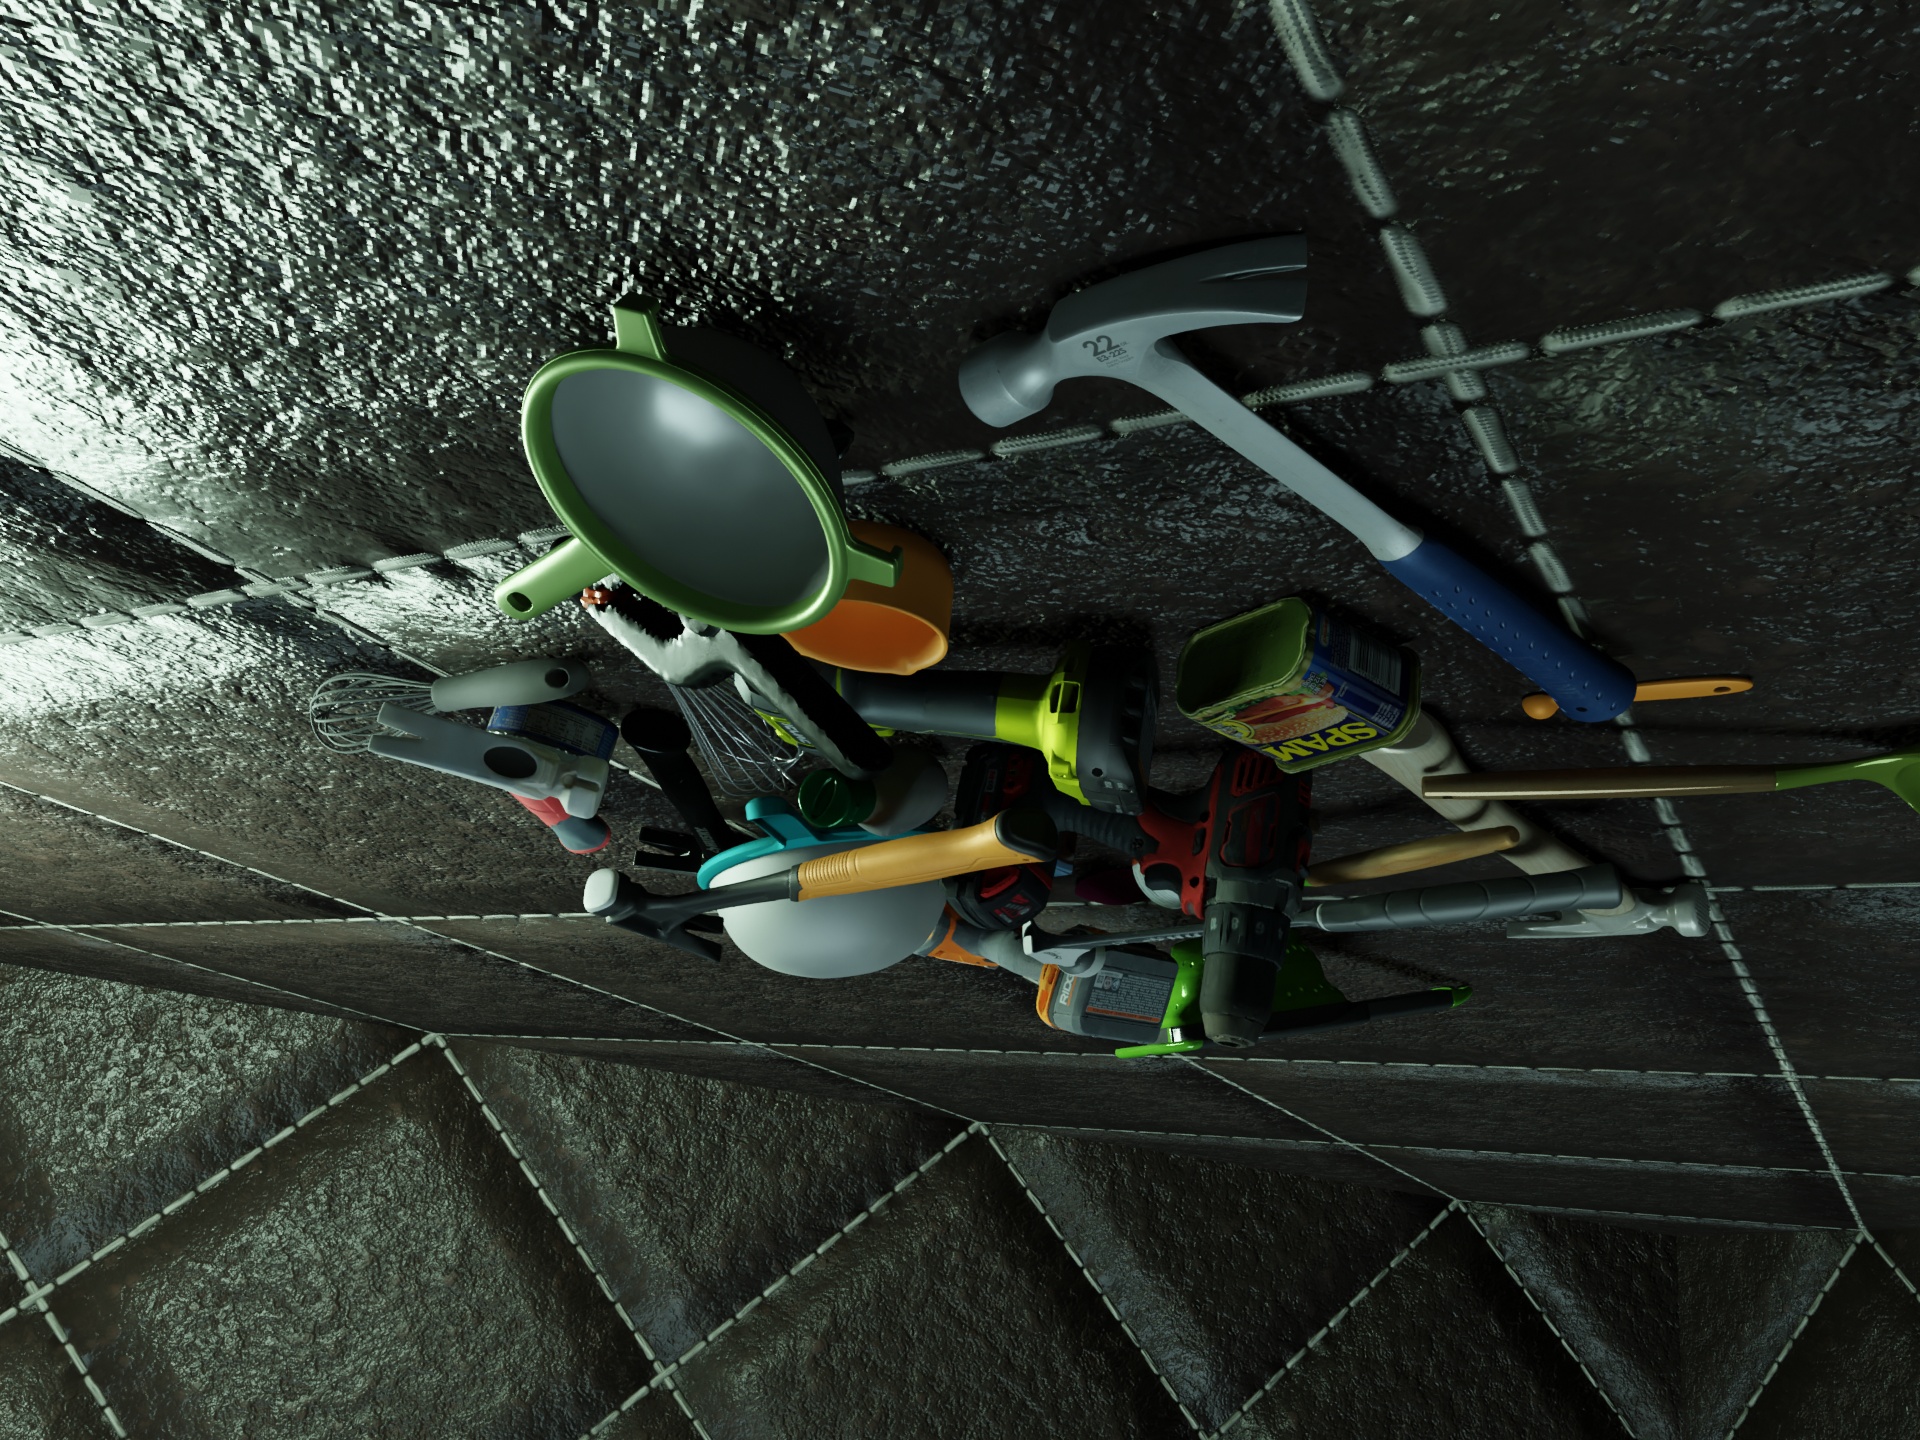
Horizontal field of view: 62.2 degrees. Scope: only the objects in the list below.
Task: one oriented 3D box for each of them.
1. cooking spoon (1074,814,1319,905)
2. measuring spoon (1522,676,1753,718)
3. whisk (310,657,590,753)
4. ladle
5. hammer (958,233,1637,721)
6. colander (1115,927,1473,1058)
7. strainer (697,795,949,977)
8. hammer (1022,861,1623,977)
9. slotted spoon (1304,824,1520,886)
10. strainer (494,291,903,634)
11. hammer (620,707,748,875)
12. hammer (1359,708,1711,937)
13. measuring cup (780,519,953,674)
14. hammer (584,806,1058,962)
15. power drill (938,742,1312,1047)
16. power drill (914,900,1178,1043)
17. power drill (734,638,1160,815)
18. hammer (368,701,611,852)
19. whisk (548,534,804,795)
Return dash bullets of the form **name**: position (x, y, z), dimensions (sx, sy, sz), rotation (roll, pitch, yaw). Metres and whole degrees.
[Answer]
- **cooking spoon**: position (0.179, 0.114, 1.239), dimensions (0.068, 0.017, 0.319), rotation (14, 159, -20)
- **measuring spoon**: position (0.363, -0.011, 0.857), dimensions (0.117, 0.011, 0.021), rotation (-6, 155, 33)
- **whisk**: position (-0.342, -0.014, 1.055), dimensions (0.239, 0.055, 0.055), rotation (-7, 155, 26)
- **ladle**: position (0.422, 0.044, 0.880), dimensions (0.320, 0.062, 0.078), rotation (-2, 154, 13)
- **hammer**: position (0.191, -0.083, 0.698), dimensions (0.405, 0.035, 0.144), rotation (25, 153, -38)
- **colander**: position (0.312, 0.230, 1.426), dimensions (0.397, 0.094, 0.204), rotation (-1, 166, -34)
- **strainer**: position (-0.104, 0.135, 1.191), dimensions (0.211, 0.095, 0.340), rotation (-10, 164, 4)
- **hammer**: position (0.233, 0.134, 1.086), dimensions (0.409, 0.036, 0.149), rotation (-10, 162, 24)
- **slotted spoon**: position (0.259, 0.104, 1.095), dimensions (0.070, 0.031, 0.314), rotation (-6, 171, -31)
- **strainer**: position (-0.134, -0.100, 0.704), dimensions (0.151, 0.069, 0.256), rotation (44, 145, -22)
- **hammer**: position (-0.210, 0.065, 1.227), dimensions (0.146, 0.035, 0.334), rotation (5, 159, 5)
- **hammer**: position (0.358, 0.078, 1.058), dimensions (0.146, 0.038, 0.410), rotation (-9, 153, 40)
- **measuring cup**: position (-0.083, -0.063, 0.828), dimensions (0.174, 0.052, 0.095), rotation (-3, 157, 30)
- **hammer**: position (-0.082, 0.104, 1.029), dimensions (0.337, 0.034, 0.127), rotation (-14, 150, 32)
- **power drill**: position (0.106, 0.103, 1.009), dimensions (0.227, 0.188, 0.080), rotation (3, 159, 24)
- **power drill**: position (0.072, 0.201, 1.353), dimensions (0.164, 0.084, 0.227), rotation (18, 178, -43)
- **power drill**: position (-0.001, -0.003, 0.922), dimensions (0.223, 0.080, 0.171), rotation (7, 167, 12)
- **hammer**: position (-0.312, 0.054, 1.148), dimensions (0.143, 0.038, 0.386), rotation (16, 168, -4)
- **whisk**: position (-0.165, -0.027, 0.948), dimensions (0.070, 0.070, 0.284), rotation (-1, 153, 21)
